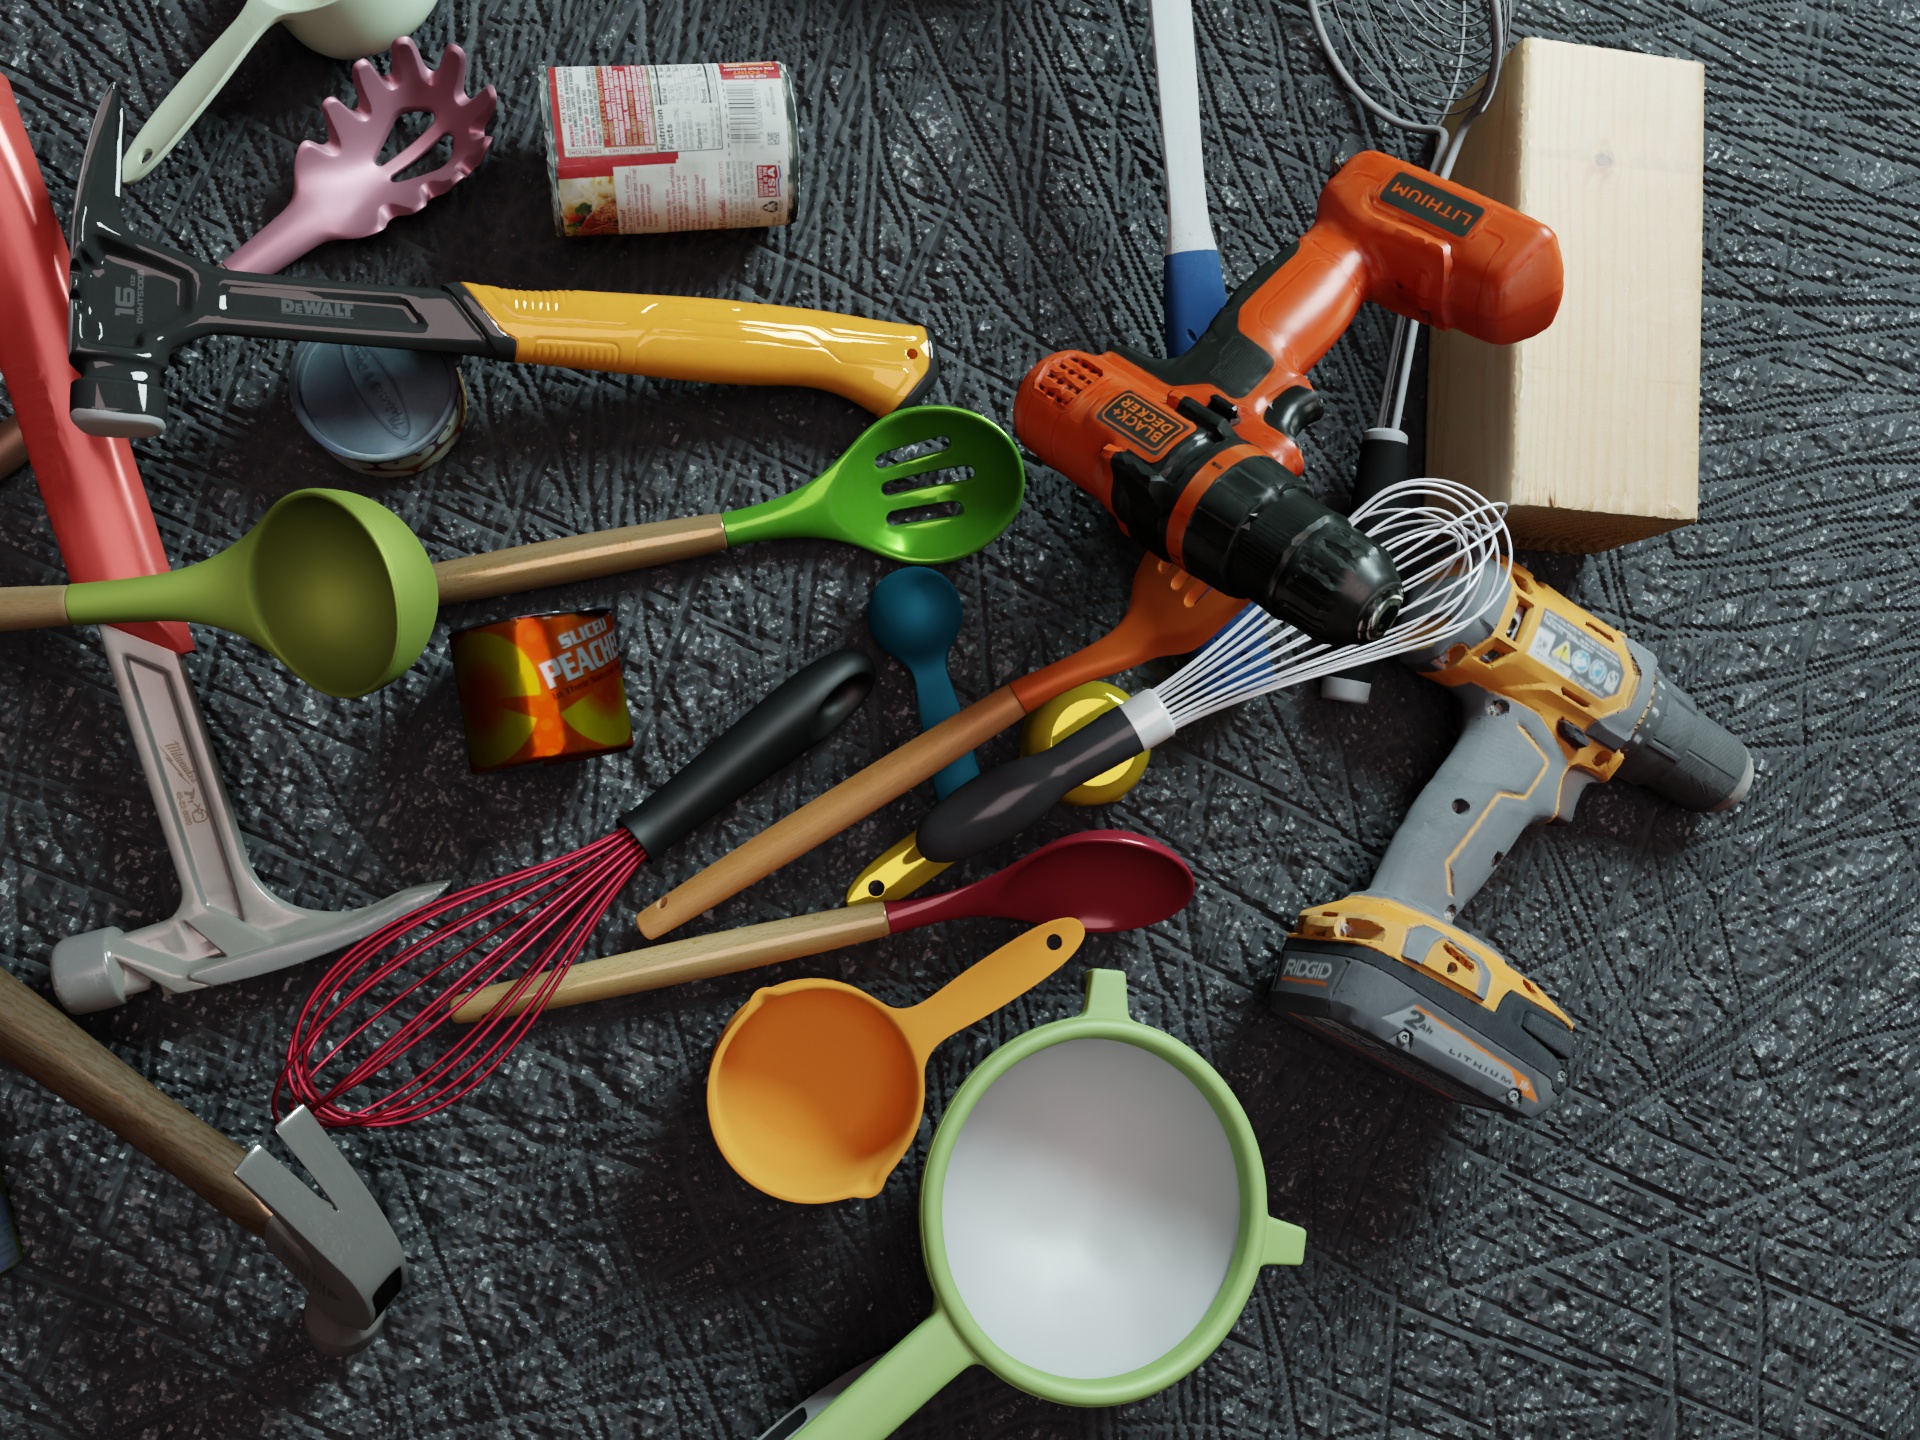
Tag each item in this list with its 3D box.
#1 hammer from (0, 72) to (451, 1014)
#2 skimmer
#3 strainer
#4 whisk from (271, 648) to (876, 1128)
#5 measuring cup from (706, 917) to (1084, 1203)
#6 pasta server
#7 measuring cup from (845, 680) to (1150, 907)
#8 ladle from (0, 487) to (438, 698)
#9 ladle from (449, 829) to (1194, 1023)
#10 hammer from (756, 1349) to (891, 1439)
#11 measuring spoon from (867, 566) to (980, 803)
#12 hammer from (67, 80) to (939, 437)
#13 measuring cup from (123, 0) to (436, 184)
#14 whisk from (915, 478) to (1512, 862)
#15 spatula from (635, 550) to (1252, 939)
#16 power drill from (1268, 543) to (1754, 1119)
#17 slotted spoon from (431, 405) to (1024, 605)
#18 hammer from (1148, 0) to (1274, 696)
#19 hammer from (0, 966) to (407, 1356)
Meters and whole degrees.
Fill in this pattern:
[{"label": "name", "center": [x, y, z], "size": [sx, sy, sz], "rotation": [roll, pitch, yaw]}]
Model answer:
[{"label": "hammer", "center": [-0.323, -0.073, 0.621], "size": [0.149, 0.037, 0.359], "rotation": [-16, 95, -10]}, {"label": "skimmer", "center": [0.175, -0.192, 0.711], "size": [0.090, 0.127, 0.363], "rotation": [8, 94, -18]}, {"label": "strainer", "center": [0.007, 0.230, 0.648], "size": [0.256, 0.069, 0.151], "rotation": [-36, 92, -19]}, {"label": "whisk", "center": [-0.147, 0.061, 0.643], "size": [0.296, 0.073, 0.073], "rotation": [-39, 93, -20]}, {"label": "measuring cup", "center": [-0.026, 0.130, 0.670], "size": [0.173, 0.052, 0.095], "rotation": [-30, 91, -13]}, {"label": "pasta server", "center": [-0.320, -0.166, 0.647], "size": [0.316, 0.040, 0.060], "rotation": [-41, 99, -9]}, {"label": "measuring cup", "center": [0.016, 0.037, 0.695], "size": [0.156, 0.029, 0.062], "rotation": [-35, 92, -10]}, {"label": "ladle", "center": [-0.352, -0.038, 0.572], "size": [0.320, 0.062, 0.078], "rotation": [-5, 104, -8]}, {"label": "ladle", "center": [-0.056, 0.091, 0.675], "size": [0.315, 0.069, 0.031], "rotation": [-11, 48, -6]}, {"label": "hammer", "center": [0.043, 0.409, 0.669], "size": [0.334, 0.035, 0.146], "rotation": [46, 81, -4]}, {"label": "measuring spoon", "center": [-0.010, -0.005, 0.682], "size": [0.042, 0.021, 0.129], "rotation": [-15, 84, 5]}, {"label": "hammer", "center": [-0.169, -0.166, 0.644], "size": [0.336, 0.034, 0.127], "rotation": [1, 84, -21]}, {"label": "measuring cup", "center": [-0.279, -0.276, 0.656], "size": [0.083, 0.038, 0.167], "rotation": [38, 87, 27]}, {"label": "whisk", "center": [0.106, -0.016, 0.667], "size": [0.284, 0.070, 0.070], "rotation": [-30, 91, -1]}, {"label": "spatula", "center": [-0.001, -0.002, 0.654], "size": [0.322, 0.081, 0.041], "rotation": [-32, 133, 4]}, {"label": "power drill", "center": [0.254, 0.059, 0.712], "size": [0.185, 0.084, 0.226], "rotation": [29, 76, -15]}, {"label": "slotted spoon", "center": [-0.127, -0.078, 0.679], "size": [0.313, 0.031, 0.070], "rotation": [-12, 109, -8]}, {"label": "hammer", "center": [0.105, -0.214, 0.691], "size": [0.144, 0.035, 0.405], "rotation": [-11, 99, -29]}, {"label": "hammer", "center": [-0.347, 0.119, 0.597], "size": [0.331, 0.130, 0.031], "rotation": [35, 48, 2]}]
